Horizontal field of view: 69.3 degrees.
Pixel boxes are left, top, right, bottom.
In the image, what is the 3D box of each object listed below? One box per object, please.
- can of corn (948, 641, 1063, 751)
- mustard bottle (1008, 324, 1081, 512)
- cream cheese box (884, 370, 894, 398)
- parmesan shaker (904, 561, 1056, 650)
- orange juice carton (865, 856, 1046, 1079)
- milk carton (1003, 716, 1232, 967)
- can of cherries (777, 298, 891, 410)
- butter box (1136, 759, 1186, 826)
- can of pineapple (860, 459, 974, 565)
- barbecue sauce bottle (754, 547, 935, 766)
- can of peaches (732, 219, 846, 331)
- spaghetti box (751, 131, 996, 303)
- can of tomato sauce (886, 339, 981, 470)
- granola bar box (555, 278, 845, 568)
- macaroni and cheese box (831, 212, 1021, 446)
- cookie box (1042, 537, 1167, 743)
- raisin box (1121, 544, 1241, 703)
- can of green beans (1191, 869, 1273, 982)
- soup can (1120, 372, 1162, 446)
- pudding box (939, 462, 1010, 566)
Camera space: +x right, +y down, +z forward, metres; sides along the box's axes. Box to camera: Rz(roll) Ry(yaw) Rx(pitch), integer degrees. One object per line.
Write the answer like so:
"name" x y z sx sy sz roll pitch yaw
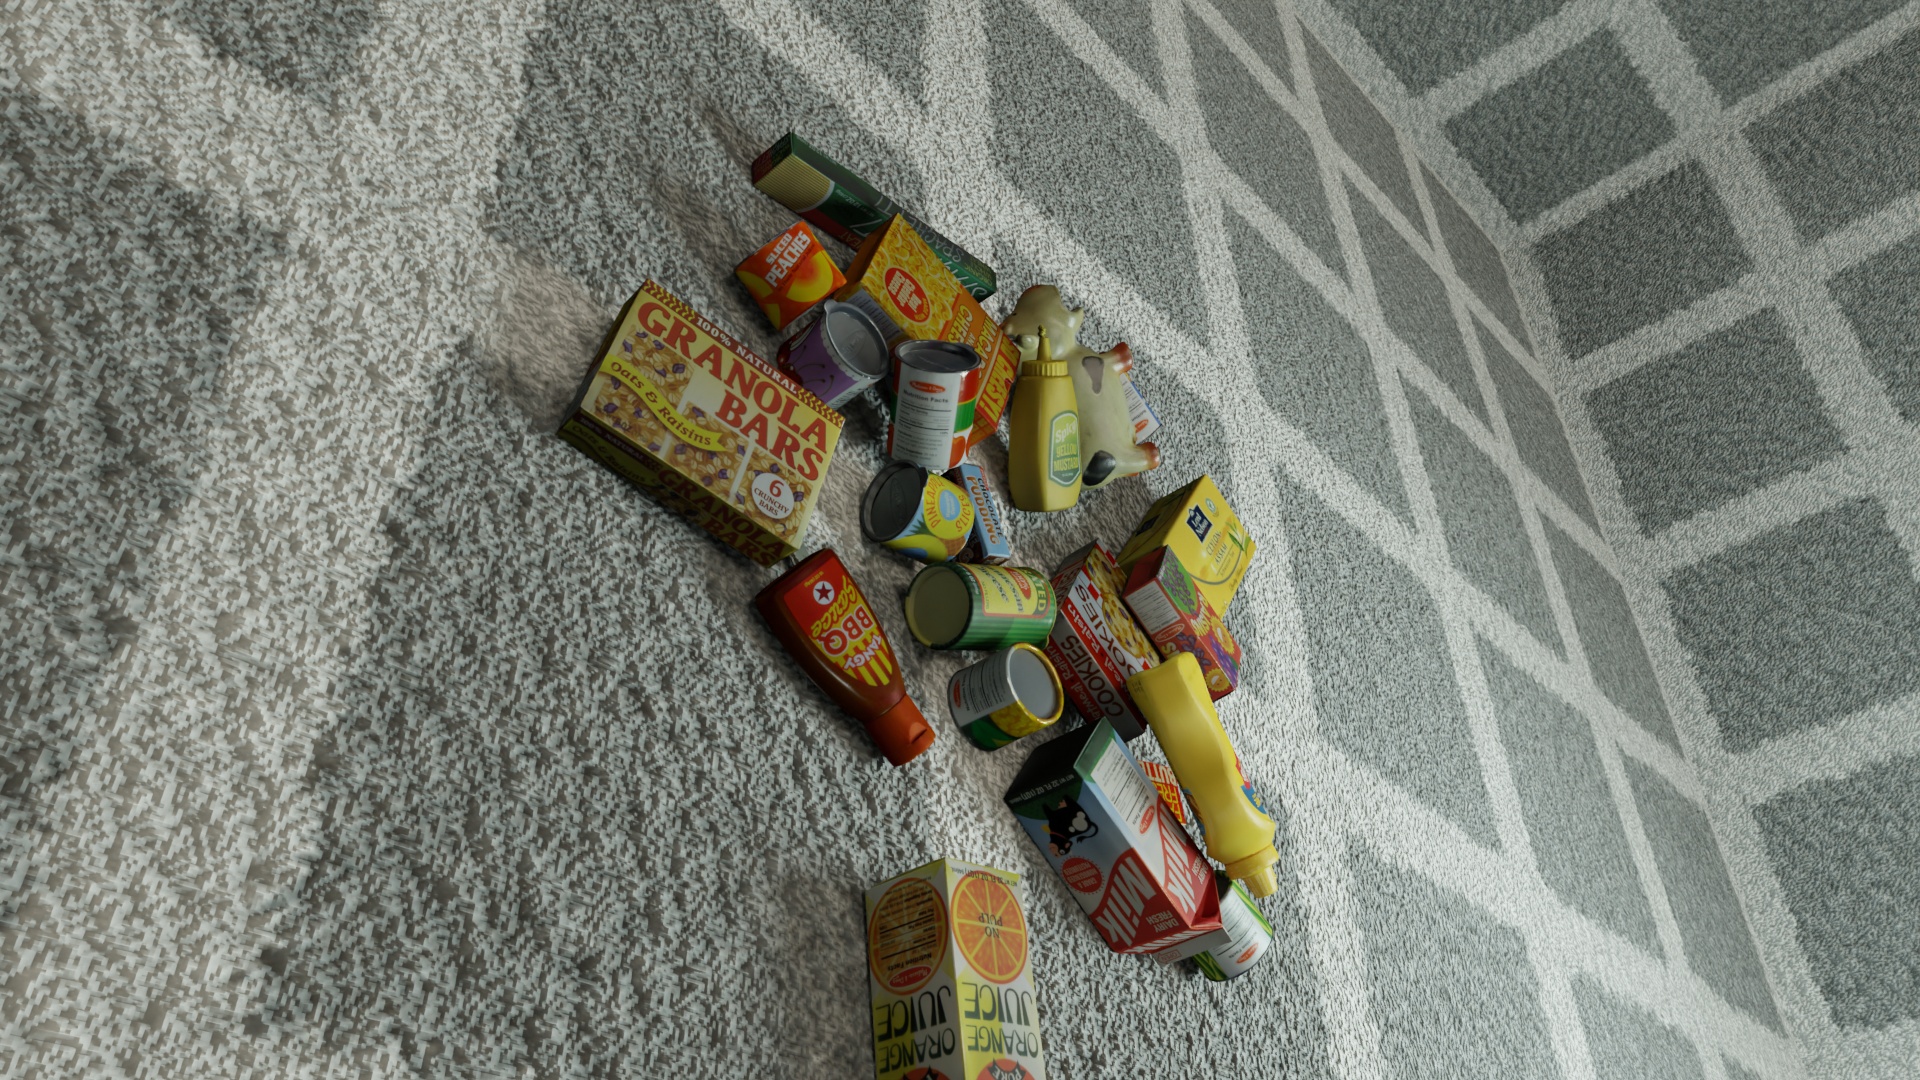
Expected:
"can of corn" 0.036 0.116 1.029 0.071 0.058 0.071 32 42 -35
"mustard bottle" 0.073 -0.105 1.200 0.065 0.049 0.160 -14 106 -50
"cream cheese box" -0.042 -0.146 1.162 0.053 0.024 0.104 3 63 -52
"parmesan shaker" 0.017 0.052 1.045 0.103 0.071 0.071 6 60 -51
"orange juice carton" -0.002 0.296 0.826 0.072 0.073 0.193 25 47 -41
"milk carton" 0.123 0.236 1.039 0.190 0.072 0.074 54 34 -6
"can of cherries" -0.097 -0.140 1.054 0.071 0.058 0.072 31 43 -35
"butter box" 0.141 0.206 1.129 0.103 0.024 0.053 19 51 -44
"can of pineapple" -0.031 -0.021 1.038 0.058 0.070 0.071 26 45 -40
"barbecue sauce bottle" -0.072 0.081 0.925 0.065 0.043 0.148 -39 100 -36
"can of peaches" -0.128 -0.200 1.050 0.058 0.071 0.071 54 33 -10
"spaghetti box" -0.067 -0.268 1.200 0.250 0.050 0.029 26 48 -40
"can of tomato sauce" -0.021 -0.106 1.074 0.071 0.082 0.071 6 28 -3
"granola bar box" -0.165 -0.076 0.910 0.165 0.039 0.125 35 47 -24
"macaroni and cheese box" -0.024 -0.173 1.146 0.166 0.040 0.124 45 35 -22
"cookie box" 0.119 0.083 1.163 0.123 0.040 0.168 55 25 -7
"raisin box" 0.196 0.075 1.219 0.123 0.040 0.086 54 22 -8
"can of green beans" 0.203 0.303 1.097 0.057 0.071 0.071 53 34 -9
"soup can" 0.146 -0.128 1.362 0.083 0.071 0.072 55 33 -6
"pudding box" 0.004 -0.014 1.096 0.030 0.049 0.084 8 58 -49
